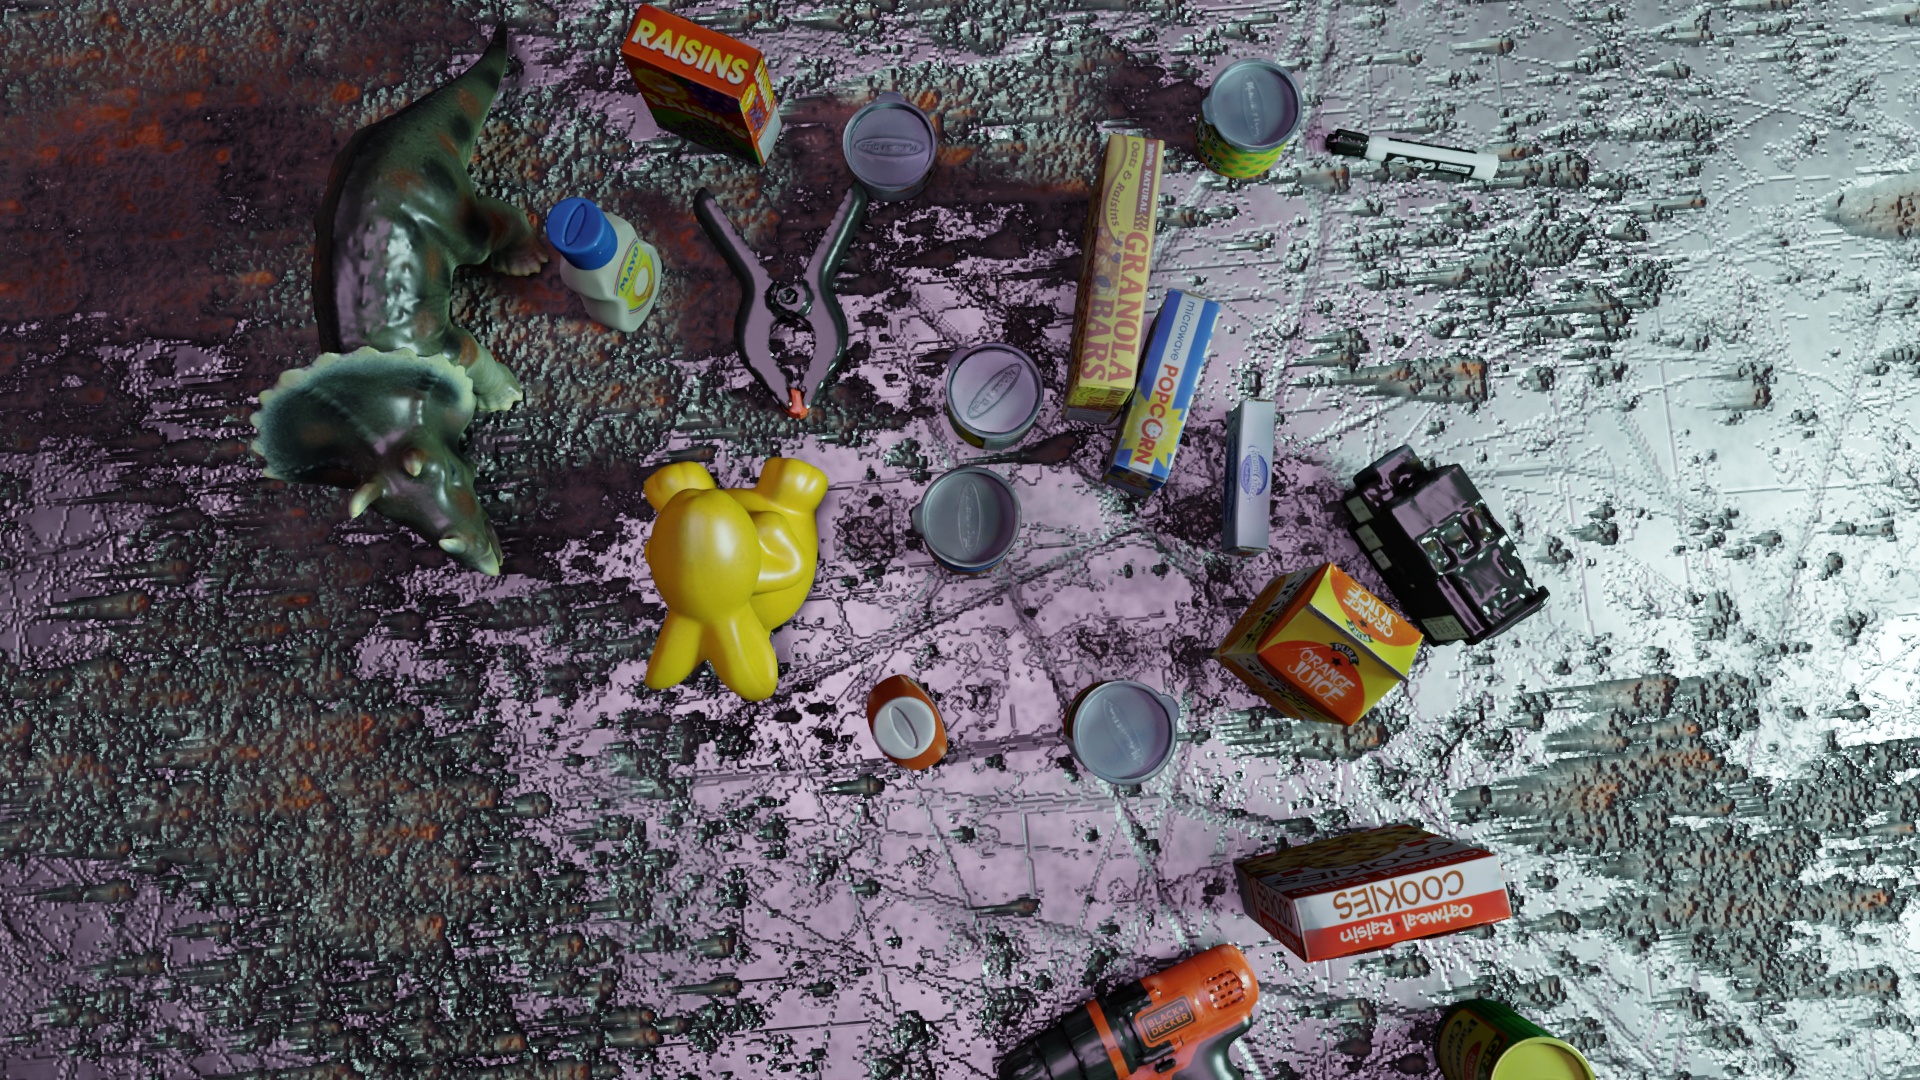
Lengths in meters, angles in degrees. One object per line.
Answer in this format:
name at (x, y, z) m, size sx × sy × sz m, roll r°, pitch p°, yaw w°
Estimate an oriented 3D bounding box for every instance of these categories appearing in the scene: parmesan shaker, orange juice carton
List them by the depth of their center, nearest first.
orange juice carton at (0.223, 0.066, 0.871) m, size 0.072 × 0.192 × 0.073 m, roll 39°, pitch 85°, yaw 3°
parmesan shaker at (0.352, 0.341, 0.889) m, size 0.071 × 0.103 × 0.071 m, roll 0°, pitch 84°, yaw -1°

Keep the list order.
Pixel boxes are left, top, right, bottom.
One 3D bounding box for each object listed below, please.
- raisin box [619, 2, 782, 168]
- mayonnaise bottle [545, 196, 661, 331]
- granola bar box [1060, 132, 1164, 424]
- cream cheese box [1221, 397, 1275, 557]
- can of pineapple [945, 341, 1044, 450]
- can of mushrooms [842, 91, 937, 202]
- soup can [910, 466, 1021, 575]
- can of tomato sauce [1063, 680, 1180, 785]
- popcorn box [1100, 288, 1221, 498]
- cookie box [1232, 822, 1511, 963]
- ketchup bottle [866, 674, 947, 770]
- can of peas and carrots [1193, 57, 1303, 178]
raisin box at (-0.171, -0.305, 0.939) m, size 0.086 × 0.123 × 0.040 m, roll 23°, pitch 85°, yaw 2°
mayonnaise bottle at (-0.234, -0.184, 0.913) m, size 0.041 × 0.148 × 0.065 m, roll 19°, pitch 85°, yaw 1°
granola bar box at (0.101, -0.169, 0.929) m, size 0.039 × 0.124 × 0.165 m, roll 8°, pitch 84°, yaw 0°
cream cheese box at (0.197, -0.042, 0.952) m, size 0.024 × 0.053 × 0.104 m, roll 4°, pitch 84°, yaw 0°
can of pineapple at (0.022, -0.100, 0.953) m, size 0.071 × 0.058 × 0.071 m, roll 0°, pitch 84°, yaw -1°
can of mushrooms at (-0.049, -0.278, 0.983) m, size 0.071 × 0.033 × 0.071 m, roll 0°, pitch 84°, yaw -1°
soup can at (0.003, -0.012, 0.931) m, size 0.071 × 0.083 × 0.071 m, roll 0°, pitch 84°, yaw -1°
can of tomato sauce at (0.105, 0.124, 0.918) m, size 0.071 × 0.083 × 0.071 m, roll 0°, pitch 84°, yaw -1°
popcorn box at (0.135, -0.098, 0.941) m, size 0.038 × 0.085 × 0.127 m, roll 18°, pitch 84°, yaw 1°
cookie box at (0.250, 0.217, 0.868) m, size 0.123 × 0.167 × 0.040 m, roll -12°, pitch 85°, yaw -2°
ketchup bottle at (-0.035, 0.117, 0.884) m, size 0.043 × 0.148 × 0.065 m, roll -31°, pitch 86°, yaw -3°
can of peas and carrots at (0.199, -0.294, 0.976) m, size 0.071 × 0.058 × 0.071 m, roll 0°, pitch 84°, yaw -1°
